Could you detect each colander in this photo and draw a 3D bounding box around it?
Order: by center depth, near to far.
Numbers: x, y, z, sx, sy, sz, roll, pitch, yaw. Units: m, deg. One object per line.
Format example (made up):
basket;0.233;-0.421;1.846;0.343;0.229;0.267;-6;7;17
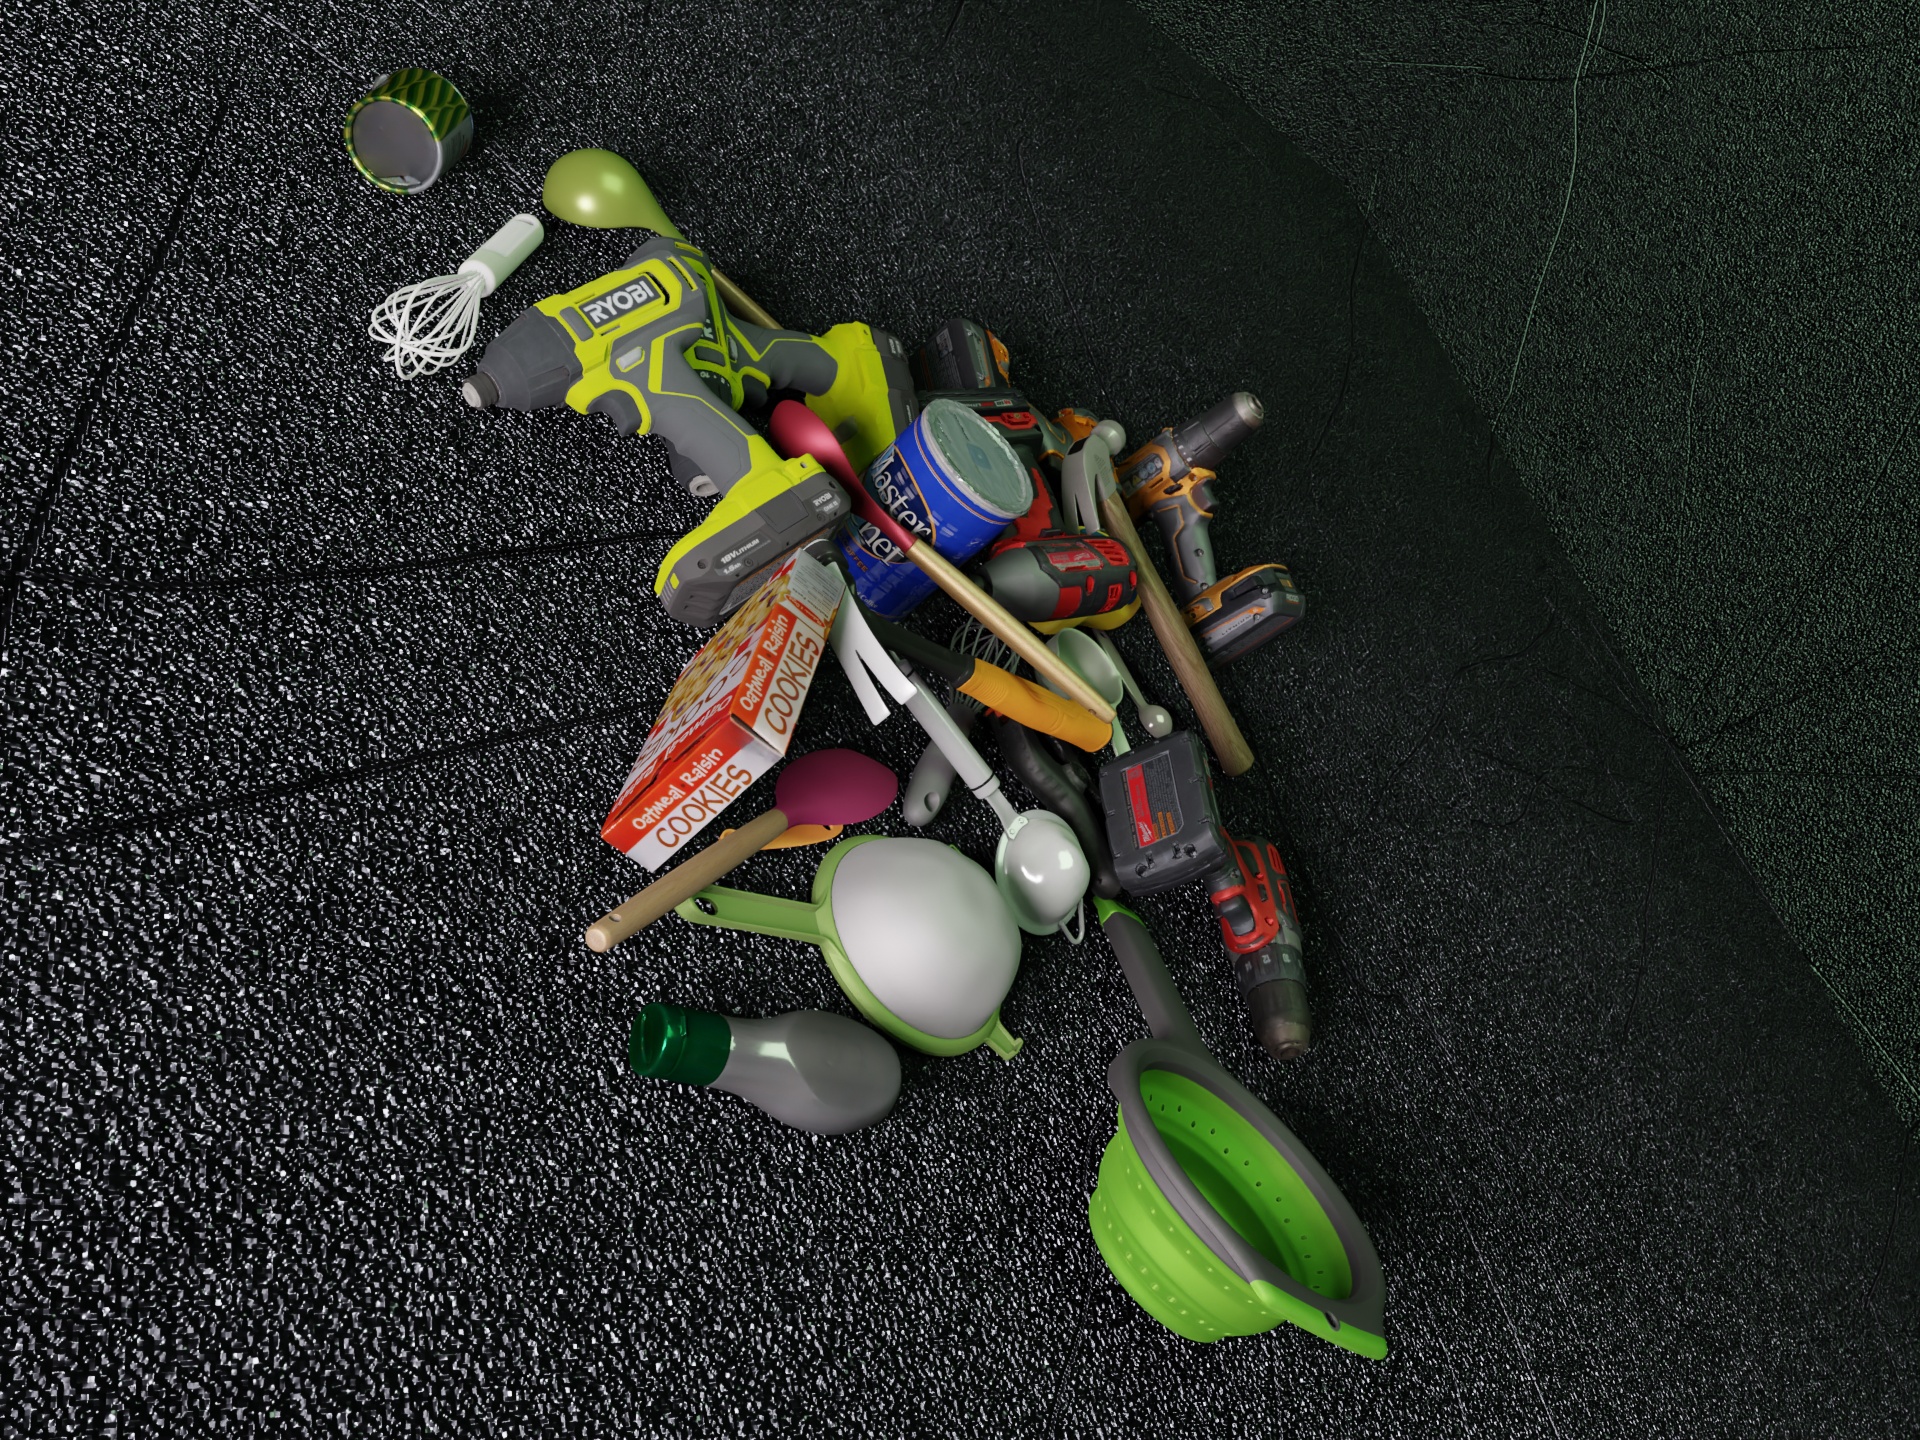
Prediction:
colander;0.128;0.255;1.010;0.204;0.094;0.398;33;17;-27

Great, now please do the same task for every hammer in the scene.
hammer;0.018;-0.022;1.078;0.336;0.034;0.127;22;33;-55
hammer;0.175;-0.094;1.389;0.331;0.031;0.130;61;35;-16

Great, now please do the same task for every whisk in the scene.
whisk;-0.315;-0.282;1.023;0.058;0.059;0.247;15;34;-4
whisk;-0.002;-0.005;1.137;0.055;0.055;0.239;42;37;-15

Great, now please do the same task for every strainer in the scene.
strainer;-0.048;0.110;0.930;0.256;0.069;0.152;18;44;-45
strainer;0.022;0.050;1.070;0.258;0.050;0.087;53;52;-13

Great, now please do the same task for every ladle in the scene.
ladle;-0.014;-0.103;1.091;0.315;0.069;0.031;40;60;-5
ladle;-0.188;-0.326;1.249;0.319;0.062;0.078;39;31;-32

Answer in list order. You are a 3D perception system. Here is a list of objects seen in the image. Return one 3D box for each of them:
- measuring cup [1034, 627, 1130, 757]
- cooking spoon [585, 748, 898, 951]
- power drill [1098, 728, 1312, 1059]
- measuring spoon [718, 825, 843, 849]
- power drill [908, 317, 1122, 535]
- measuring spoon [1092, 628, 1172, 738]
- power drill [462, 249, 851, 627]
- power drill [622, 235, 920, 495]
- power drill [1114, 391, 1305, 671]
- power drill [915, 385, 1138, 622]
measuring cup;0.107;0.004;1.278;0.083;0.038;0.168;12;50;-46
cooking spoon;-0.116;0.065;0.900;0.069;0.017;0.319;26;23;14
power drill;0.195;0.133;1.186;0.226;0.080;0.188;46;28;-42
measuring spoon;-0.108;0.070;0.958;0.117;0.011;0.021;-8;65;-59
power drill;0.063;-0.250;1.447;0.226;0.084;0.164;27;39;-41
measuring spoon;0.152;-0.039;1.397;0.034;0.018;0.124;-5;61;-54
power drill;-0.191;-0.178;1.015;0.171;0.080;0.223;-37;86;-30
power drill;-0.137;-0.238;1.171;0.228;0.080;0.191;7;62;-45
power drill;0.244;-0.184;1.514;0.084;0.185;0.226;2;59;-54
power drill;0.033;-0.166;1.262;0.143;0.078;0.220;-9;53;-29
